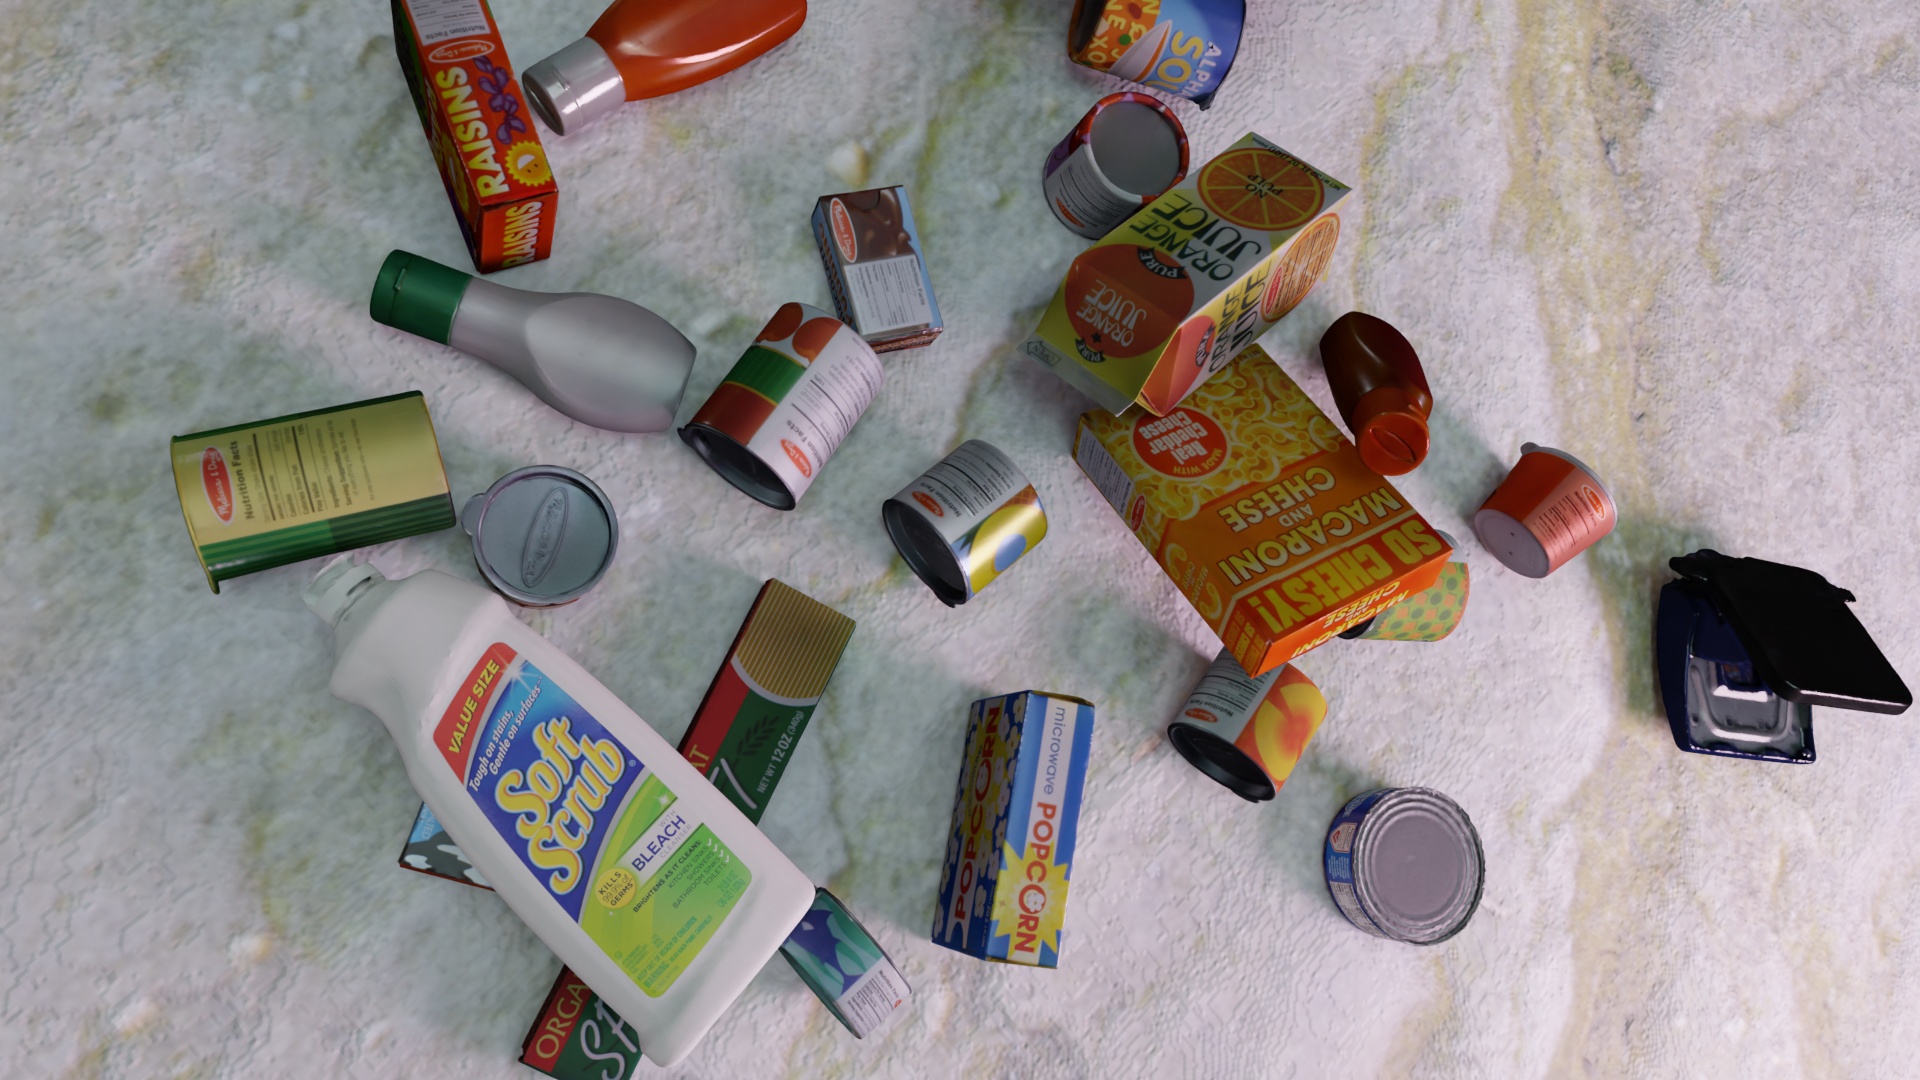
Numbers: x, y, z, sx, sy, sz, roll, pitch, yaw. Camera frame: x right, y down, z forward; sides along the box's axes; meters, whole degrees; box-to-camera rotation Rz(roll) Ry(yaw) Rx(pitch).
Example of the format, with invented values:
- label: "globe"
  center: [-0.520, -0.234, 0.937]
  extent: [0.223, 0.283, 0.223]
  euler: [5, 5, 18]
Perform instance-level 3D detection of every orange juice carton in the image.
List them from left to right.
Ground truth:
- label: "orange juice carton"
  center: [0.121, -0.136, 0.752]
  extent: [0.072, 0.072, 0.193]
  euler: [39, 62, 24]

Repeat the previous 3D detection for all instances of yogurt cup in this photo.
- label: "yogurt cup"
  center: [0.347, -0.014, 0.831]
  extent: [0.054, 0.072, 0.072]
  euler: [-40, 94, -12]

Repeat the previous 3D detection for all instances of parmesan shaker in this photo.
- label: "parmesan shaker"
  center: [-0.284, -0.023, 0.619]
  extent: [0.103, 0.071, 0.071]
  euler: [-15, 85, -21]

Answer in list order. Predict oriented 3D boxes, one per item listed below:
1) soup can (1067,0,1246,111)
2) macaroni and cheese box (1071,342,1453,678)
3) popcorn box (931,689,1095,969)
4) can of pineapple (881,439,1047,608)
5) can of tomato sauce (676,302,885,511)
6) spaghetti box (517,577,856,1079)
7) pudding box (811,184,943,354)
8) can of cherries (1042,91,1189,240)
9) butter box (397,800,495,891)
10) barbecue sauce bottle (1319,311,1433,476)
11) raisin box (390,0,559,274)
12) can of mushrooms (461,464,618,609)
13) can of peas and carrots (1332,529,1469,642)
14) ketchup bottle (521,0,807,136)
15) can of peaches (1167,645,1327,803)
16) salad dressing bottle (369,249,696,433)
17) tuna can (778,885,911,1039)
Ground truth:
- label: "soup can"
  center: [0.112, -0.294, 0.802]
  extent: [0.084, 0.071, 0.071]
  euler: [12, 77, -16]
- label: "macaroni and cheese box"
  center: [0.157, -0.021, 0.741]
  extent: [0.124, 0.040, 0.167]
  euler: [-23, 59, -21]
- label: "popcorn box"
  center: [0.025, 0.140, 0.682]
  extent: [0.038, 0.085, 0.127]
  euler: [14, 76, -16]
- label: "can of pineapple"
  center: [0.003, -0.009, 0.714]
  extent: [0.058, 0.071, 0.071]
  euler: [-38, 93, -21]
- label: "can of tomato sauce"
  center: [-0.088, -0.068, 0.694]
  extent: [0.071, 0.071, 0.083]
  euler: [37, 71, -9]
- label: "spaghetti box"
  center: [-0.126, 0.138, 0.661]
  extent: [0.050, 0.028, 0.251]
  euler: [29, 72, -10]
- label: "pudding box"
  center: [-0.044, -0.143, 0.741]
  extent: [0.050, 0.030, 0.083]
  euler: [-14, 85, -19]
- label: "can of cherries"
  center: [0.089, -0.212, 0.783]
  extent: [0.071, 0.058, 0.071]
  euler: [3, 80, -18]
- label: "butter box"
  center: [-0.214, 0.106, 0.640]
  extent: [0.053, 0.024, 0.104]
  euler: [20, 74, -13]
- label: "barbecue sauce bottle"
  center: [0.232, -0.080, 0.767]
  extent: [0.065, 0.043, 0.149]
  euler: [37, 27, -7]
- label: "raisin box"
  center: [-0.231, -0.200, 0.659]
  extent: [0.040, 0.086, 0.123]
  euler: [-20, 87, -22]
- label: "can of mushrooms"
  center: [-0.200, -0.002, 0.660]
  extent: [0.071, 0.033, 0.071]
  euler: [3, 80, -18]
- label: "can of peas and carrots"
  center: [0.244, 0.026, 0.788]
  extent: [0.059, 0.071, 0.071]
  euler: [4, 79, -18]
- label: "ketchup bottle"
  center: [-0.154, -0.261, 0.719]
  extent: [0.149, 0.043, 0.064]
  euler: [-38, 93, -21]
- label: "can of peaches"
  center: [0.155, 0.098, 0.745]
  extent: [0.071, 0.071, 0.058]
  euler: [40, 70, -8]
- label: "salad dressing bottle"
  center: [-0.205, -0.098, 0.672]
  extent: [0.148, 0.044, 0.064]
  euler: [19, 76, -13]
- label: "tuna can"
  center: [-0.058, 0.198, 0.655]
  extent: [0.033, 0.071, 0.071]
  euler: [-40, 94, -20]
